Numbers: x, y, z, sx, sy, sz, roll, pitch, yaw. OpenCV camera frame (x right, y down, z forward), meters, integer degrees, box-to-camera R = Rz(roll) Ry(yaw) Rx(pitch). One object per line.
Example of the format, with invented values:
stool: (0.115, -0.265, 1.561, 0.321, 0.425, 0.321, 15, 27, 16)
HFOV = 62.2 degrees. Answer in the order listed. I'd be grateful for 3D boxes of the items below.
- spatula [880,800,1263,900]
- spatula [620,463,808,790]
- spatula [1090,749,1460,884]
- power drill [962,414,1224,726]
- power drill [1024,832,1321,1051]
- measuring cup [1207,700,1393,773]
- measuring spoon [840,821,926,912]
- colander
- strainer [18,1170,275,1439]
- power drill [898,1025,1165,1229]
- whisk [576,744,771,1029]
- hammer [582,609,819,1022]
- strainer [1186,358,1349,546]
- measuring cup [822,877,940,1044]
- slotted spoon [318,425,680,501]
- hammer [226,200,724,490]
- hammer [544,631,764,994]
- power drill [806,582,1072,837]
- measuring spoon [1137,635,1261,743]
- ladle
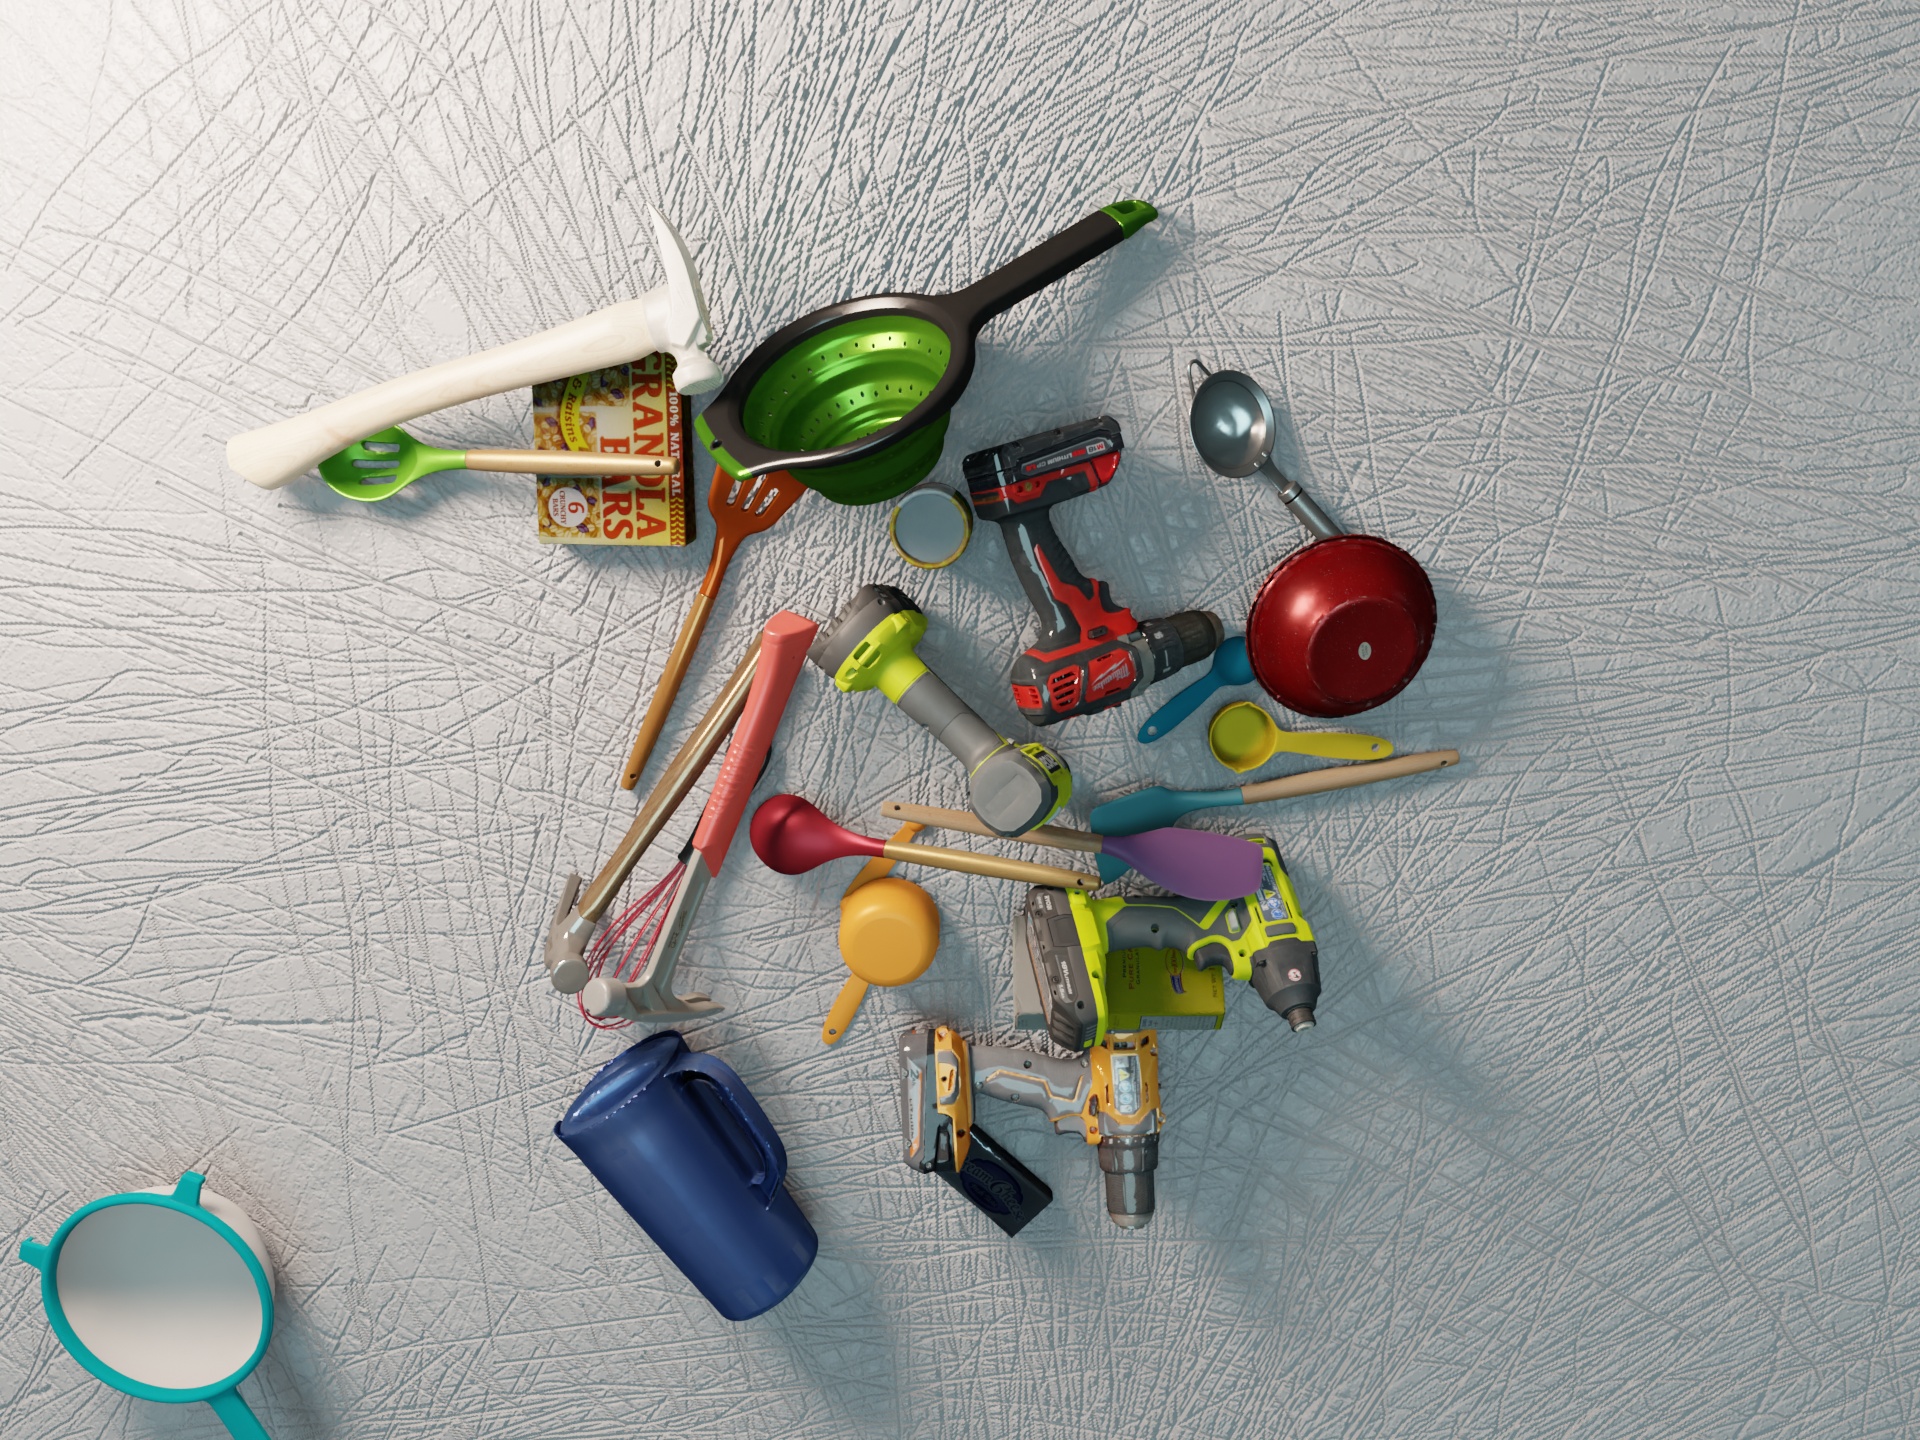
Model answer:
spatula: (0.090, 0.099, 1.302, 0.316, 0.018, 0.060, 10, 65, 3)
spatula: (-0.219, -0.080, 1.324, 0.081, 0.041, 0.322, 19, 105, -24)
spatula: (0.265, 0.067, 1.340, 0.317, 0.044, 0.082, -11, 122, 3)
power drill: (0.109, -0.123, 1.271, 0.188, 0.080, 0.226, -20, 100, -22)
power drill: (0.174, 0.189, 1.295, 0.223, 0.171, 0.080, -9, 144, -6)
measuring cup: (0.285, 0.016, 1.339, 0.156, 0.029, 0.062, 5, 103, -4)
measuring spoon: (-0.068, 0.124, 1.380, 0.021, 0.011, 0.117, 38, 101, -6)
colander: (-0.008, -0.277, 1.246, 0.397, 0.205, 0.094, -32, 135, -7)
strainer: (-0.680, 0.558, 1.459, 0.211, 0.095, 0.340, -24, 103, 10)
power drill: (0.064, 0.346, 1.374, 0.226, 0.084, 0.185, -3, 84, 0)
whisk: (-0.242, 0.139, 1.370, 0.073, 0.073, 0.296, 30, 95, -5)
hammer: (-0.192, 0.083, 1.313, 0.037, 0.149, 0.359, 26, 97, 33)
strainer: (0.259, -0.189, 1.285, 0.258, 0.050, 0.087, 44, 70, -13)
measuring cup: (-0.081, 0.221, 1.380, 0.095, 0.052, 0.173, 26, 105, -8)
slotted spoon: (-0.371, -0.206, 1.276, 0.314, 0.031, 0.070, 4, 85, 15)
hammer: (-0.394, -0.276, 1.253, 0.410, 0.038, 0.146, -15, 89, 10)
hammer: (-0.249, 0.068, 1.334, 0.031, 0.130, 0.331, 34, 91, -23)
power drill: (-0.002, -0.004, 1.278, 0.228, 0.190, 0.080, 44, 101, 7)
measuring spoon: (0.200, -0.021, 1.333, 0.128, 0.021, 0.042, -40, 98, 8)
ladle: (-0.037, 0.112, 1.319, 0.315, 0.031, 0.069, 7, 94, 18)
